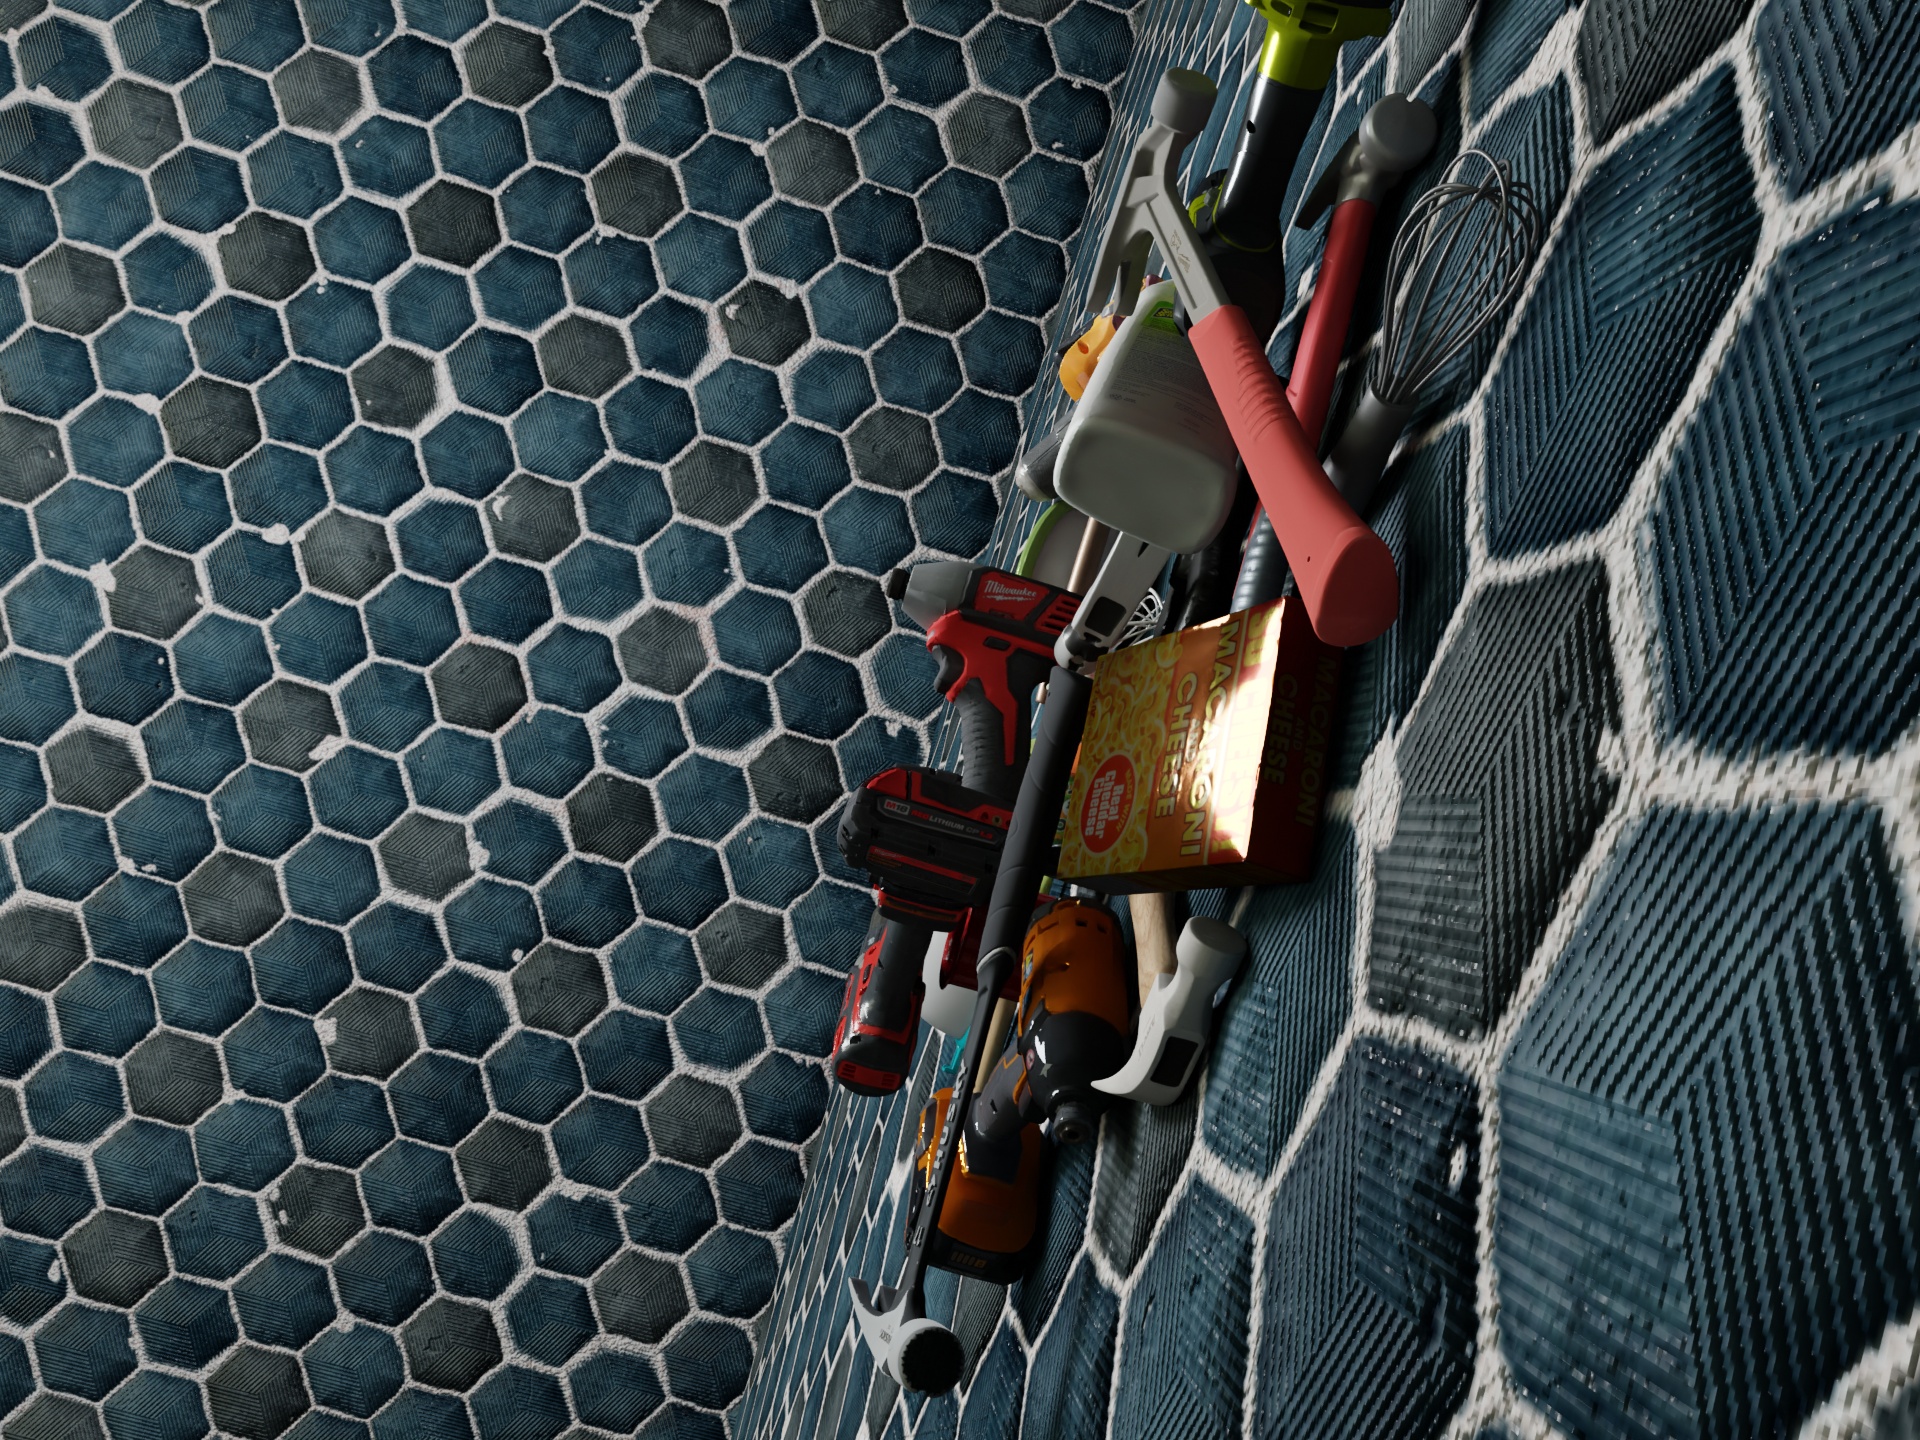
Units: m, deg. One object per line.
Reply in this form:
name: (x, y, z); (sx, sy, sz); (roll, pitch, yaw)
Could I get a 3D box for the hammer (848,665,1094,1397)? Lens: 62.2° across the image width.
hammer: (0.015, 0.159, 0.908); (0.149, 0.036, 0.409); (148, 140, -70)

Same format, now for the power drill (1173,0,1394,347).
power drill: (0.176, -0.345, 0.905); (0.191, 0.080, 0.228); (-78, 2, -51)

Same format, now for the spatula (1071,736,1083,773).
spatula: (0.091, 0.000, 1.034); (0.081, 0.041, 0.322); (-43, -6, -6)

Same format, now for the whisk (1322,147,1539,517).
whisk: (0.189, -0.146, 0.701); (0.238, 0.055, 0.055); (106, 178, -55)

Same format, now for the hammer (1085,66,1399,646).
hammer: (0.131, -0.166, 0.777); (0.149, 0.036, 0.359); (108, 158, -45)

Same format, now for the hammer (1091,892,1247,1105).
hammer: (0.107, 0.096, 0.901); (0.331, 0.031, 0.130); (-84, 12, -66)

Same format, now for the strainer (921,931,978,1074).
strainer: (-0.003, 0.156, 1.544); (0.341, 0.095, 0.210); (-82, 10, -52)

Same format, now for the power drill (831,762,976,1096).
power drill: (-0.038, 0.139, 1.166); (0.188, 0.080, 0.226); (-80, 5, -54)

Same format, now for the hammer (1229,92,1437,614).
hammer: (0.174, -0.132, 0.862); (0.143, 0.038, 0.386); (131, 155, -81)

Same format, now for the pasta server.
pasta server: (0.105, -0.163, 1.148); (0.040, 0.060, 0.316); (22, -94, -75)

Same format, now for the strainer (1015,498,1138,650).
strainer: (0.129, -0.142, 1.283); (0.256, 0.069, 0.151); (-59, -33, -22)

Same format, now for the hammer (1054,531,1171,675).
hammer: (0.148, -0.190, 1.055); (0.335, 0.035, 0.146); (-65, 2, -34)

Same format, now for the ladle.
ladle: (0.043, 0.163, 1.260); (0.078, 0.062, 0.320); (-118, 41, -67)

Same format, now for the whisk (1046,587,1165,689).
whisk: (0.103, -0.042, 1.153); (0.246, 0.057, 0.059); (141, 123, -72)

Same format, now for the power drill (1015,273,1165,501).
power drill: (0.123, -0.267, 1.288); (0.185, 0.084, 0.226); (-38, 18, 18)

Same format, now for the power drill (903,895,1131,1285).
power drill: (0.037, 0.236, 0.952); (0.164, 0.084, 0.226); (-84, 15, -56)

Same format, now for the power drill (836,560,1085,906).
power drill: (-0.002, -0.003, 1.038); (0.078, 0.143, 0.220); (112, 175, -65)
